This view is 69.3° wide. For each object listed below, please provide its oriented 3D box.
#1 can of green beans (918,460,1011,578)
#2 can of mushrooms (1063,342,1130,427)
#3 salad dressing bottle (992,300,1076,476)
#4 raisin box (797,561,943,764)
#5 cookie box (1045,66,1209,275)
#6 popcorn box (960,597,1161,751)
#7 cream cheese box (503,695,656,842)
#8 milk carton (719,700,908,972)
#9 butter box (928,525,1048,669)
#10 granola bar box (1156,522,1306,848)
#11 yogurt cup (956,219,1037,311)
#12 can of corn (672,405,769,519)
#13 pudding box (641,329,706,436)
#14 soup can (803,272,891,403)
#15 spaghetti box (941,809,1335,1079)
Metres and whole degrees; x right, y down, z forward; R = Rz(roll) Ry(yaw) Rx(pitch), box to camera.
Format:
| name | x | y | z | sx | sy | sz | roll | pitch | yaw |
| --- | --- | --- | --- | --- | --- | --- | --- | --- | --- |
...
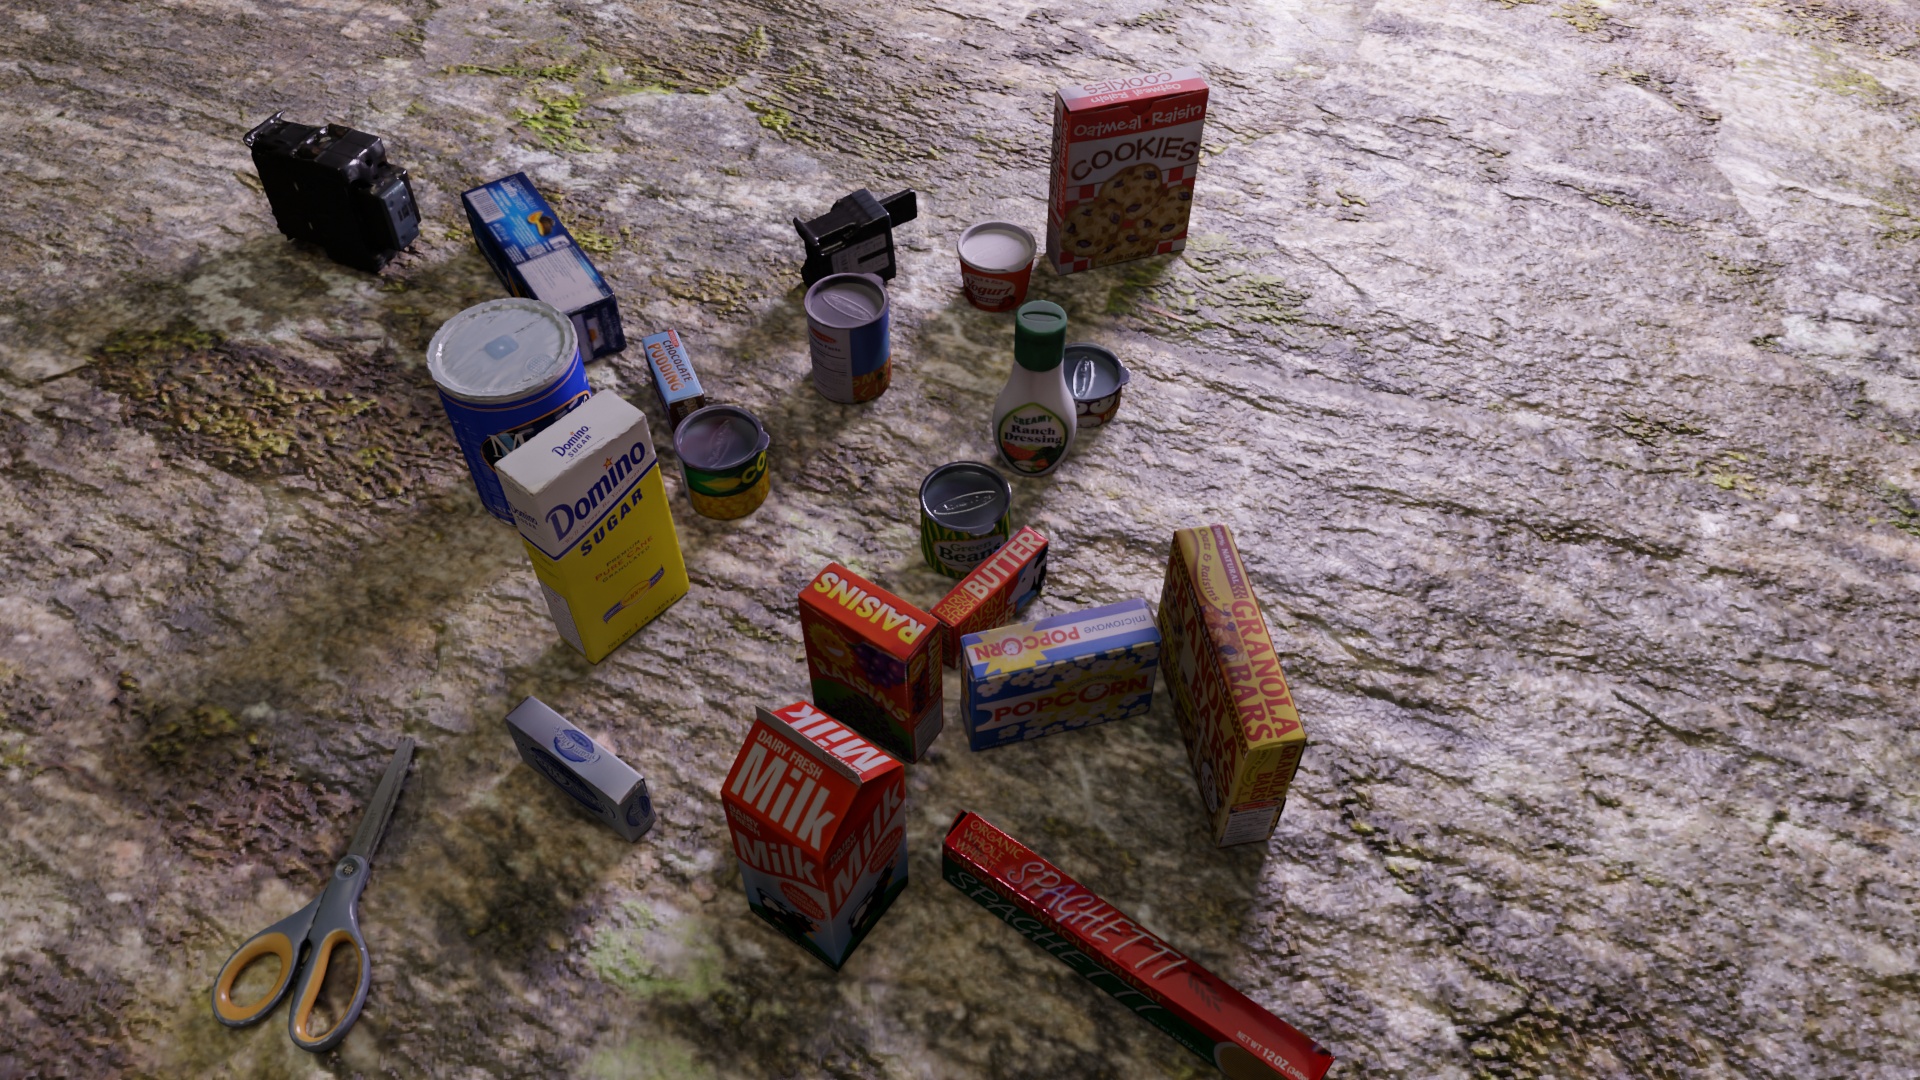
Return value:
| name | x | y | z | sx | sy | sz | roll | pitch | yaw |
| --- | --- | --- | --- | --- | --- | --- | --- | --- | --- |
| can of green beans | 0.003 | -0.014 | 1.009 | 0.071 | 0.057 | 0.071 | 0 | 51 | 0 |
| can of mushrooms | 0.100 | -0.125 | 1.116 | 0.071 | 0.033 | 0.071 | 0 | 50 | 0 |
| salad dressing bottle | 0.056 | -0.111 | 1.031 | 0.064 | 0.146 | 0.044 | 5 | 51 | 4 |
| raisin box | -0.056 | 0.080 | 0.888 | 0.086 | 0.122 | 0.040 | 29 | 56 | 21 |
| cookie box | 0.140 | -0.313 | 1.185 | 0.123 | 0.166 | 0.040 | -14 | 52 | -11 |
| popcorn box | 0.064 | 0.088 | 0.907 | 0.127 | 0.084 | 0.038 | -11 | 52 | -9 |
| cream cheese box | -0.240 | 0.144 | 0.879 | 0.104 | 0.053 | 0.024 | 30 | 57 | 22 |
| milk carton | -0.079 | 0.159 | 0.779 | 0.072 | 0.189 | 0.074 | 29 | 56 | 21 |
| butter box | 0.020 | 0.040 | 0.967 | 0.024 | 0.052 | 0.104 | 35 | 58 | 25 |
| granola bar box | 0.167 | 0.091 | 0.880 | 0.039 | 0.123 | 0.166 | -7 | 51 | -6 |
| yogurt cup | 0.031 | -0.234 | 1.193 | 0.072 | 0.053 | 0.073 | 0 | 50 | 0 |
| can of corn | -0.176 | -0.058 | 1.043 | 0.071 | 0.058 | 0.071 | 0 | 51 | 0 |
| pudding box | -0.225 | -0.122 | 1.102 | 0.030 | 0.049 | 0.084 | -18 | 53 | -14 |
| soup can | -0.087 | -0.163 | 1.114 | 0.071 | 0.083 | 0.072 | 0 | 51 | 0 |
| spaghetti box | 0.094 | 0.241 | 0.803 | 0.250 | 0.050 | 0.029 | 30 | 57 | 22 |
